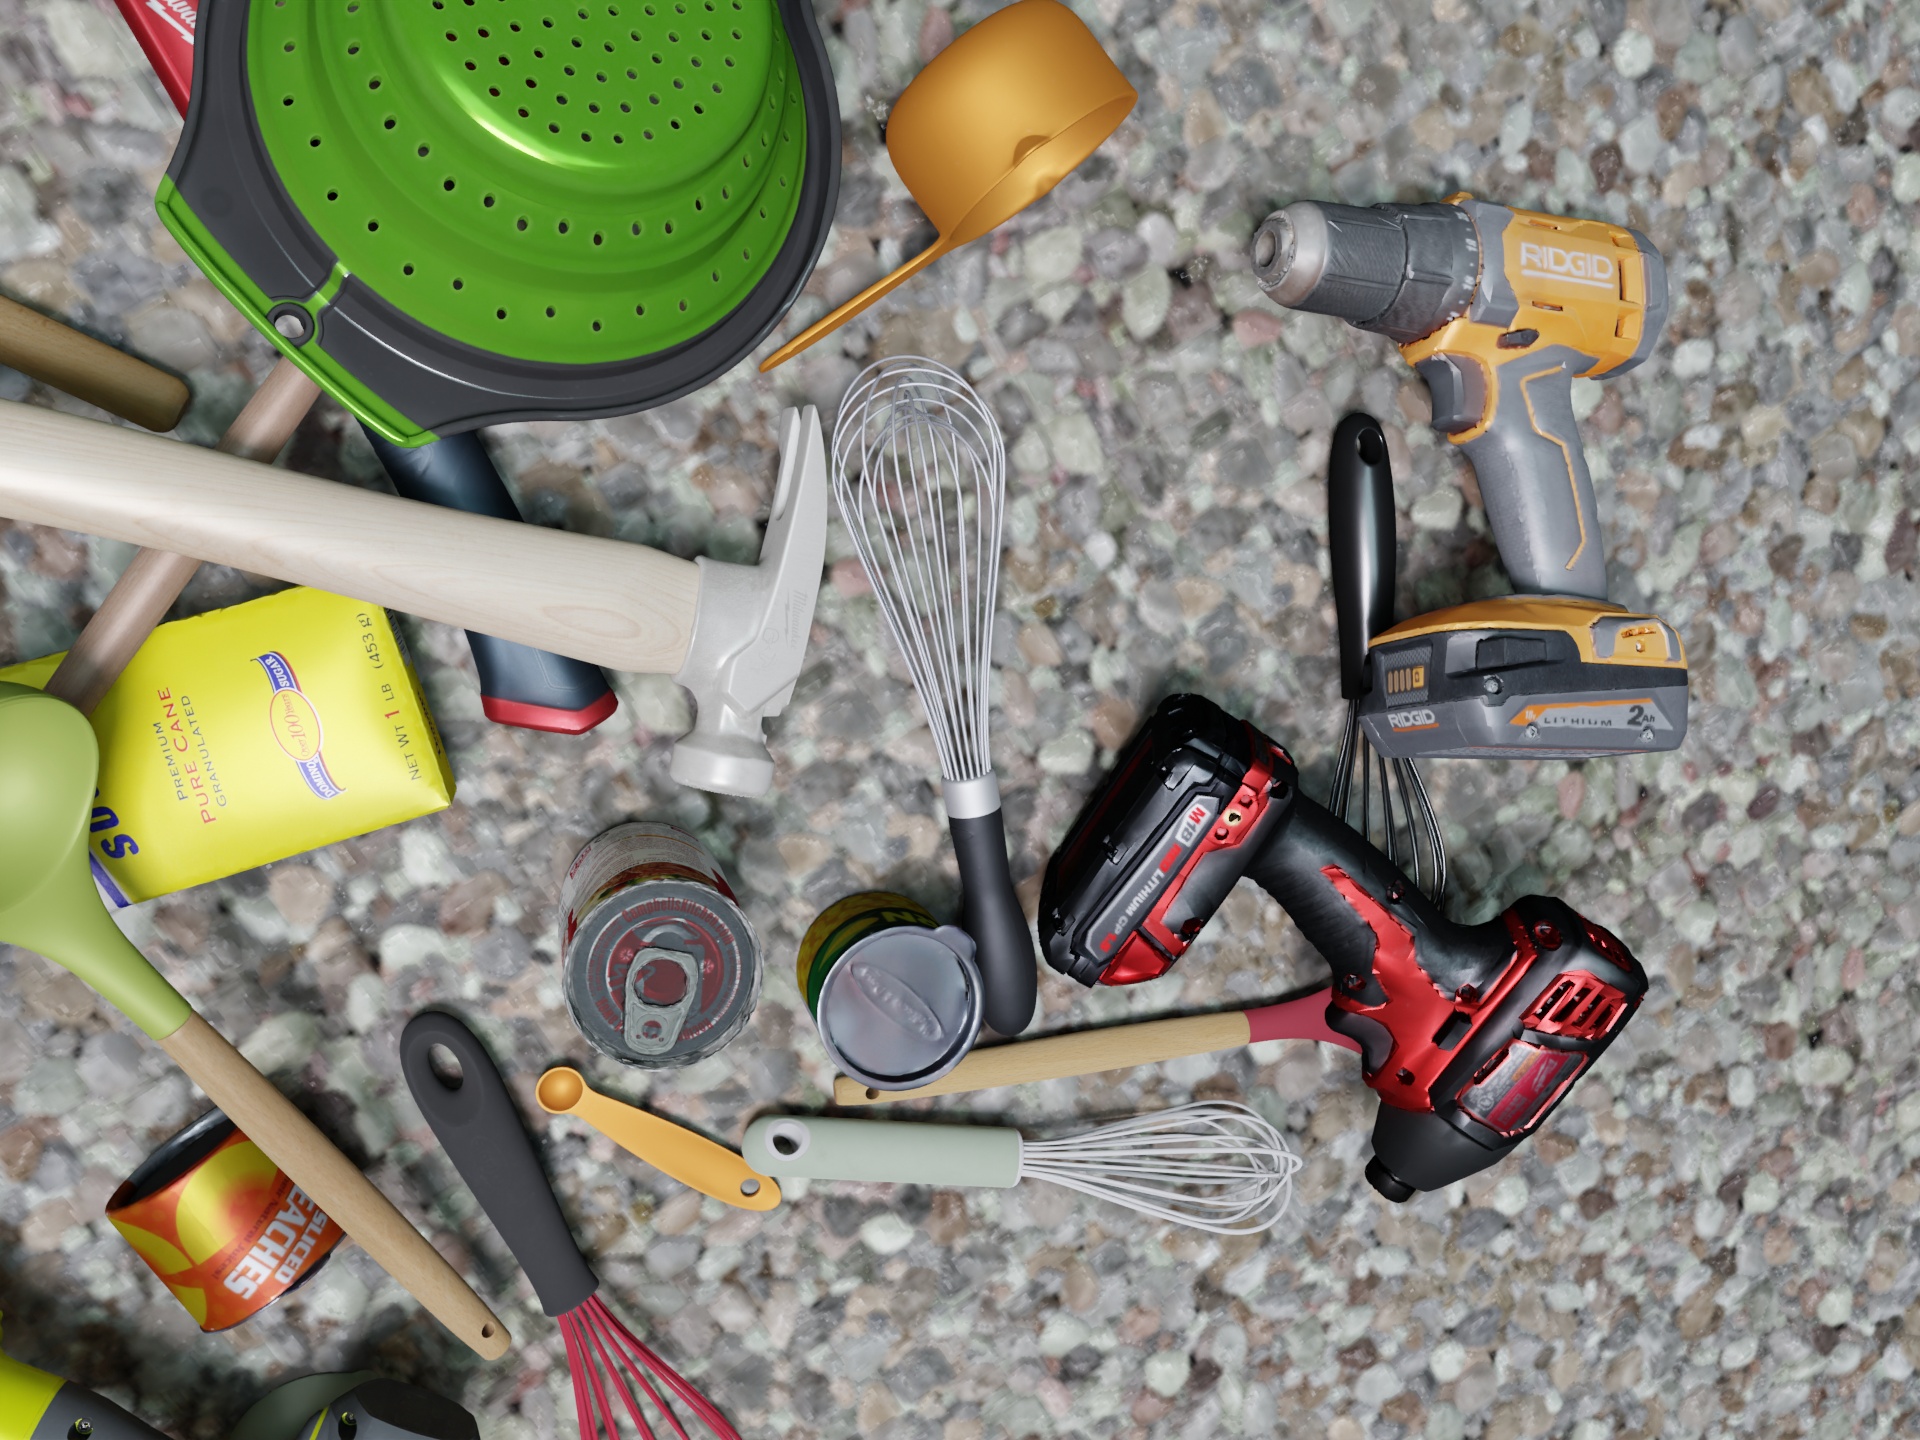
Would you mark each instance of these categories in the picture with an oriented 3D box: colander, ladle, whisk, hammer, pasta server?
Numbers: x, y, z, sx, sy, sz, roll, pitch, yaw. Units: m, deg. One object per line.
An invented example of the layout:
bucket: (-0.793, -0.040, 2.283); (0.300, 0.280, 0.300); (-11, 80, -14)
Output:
colander: (-0.071, -0.260, 0.510); (0.204, 0.094, 0.397); (46, 71, -15)
ladle: (0.100, 0.140, 0.697); (0.315, 0.031, 0.069); (-6, 99, -13)
whisk: (-0.146, 0.246, 0.632); (0.073, 0.073, 0.295); (-27, 98, -10)
whisk: (-0.377, -0.154, 0.513); (0.244, 0.047, 0.051); (25, 90, -21)
ladle: (-0.237, 0.119, 0.526); (0.078, 0.062, 0.319); (-53, 127, -36)
whisk: (0.179, -0.012, 0.685); (0.055, 0.055, 0.239); (-6, 95, -14)
whisk: (-0.002, -0.002, 0.635); (0.070, 0.070, 0.284); (-13, 107, -13)
hammer: (-0.235, -0.076, 0.498); (0.410, 0.038, 0.146); (11, 91, -29)
hammer: (-0.212, -0.173, 0.557); (0.143, 0.038, 0.386); (-30, 105, -11)
whisk: (0.030, 0.186, 0.677); (0.246, 0.059, 0.058); (6, 60, -12)
pasta server: (-0.283, -0.014, 0.516); (0.060, 0.040, 0.316); (36, 84, -32)

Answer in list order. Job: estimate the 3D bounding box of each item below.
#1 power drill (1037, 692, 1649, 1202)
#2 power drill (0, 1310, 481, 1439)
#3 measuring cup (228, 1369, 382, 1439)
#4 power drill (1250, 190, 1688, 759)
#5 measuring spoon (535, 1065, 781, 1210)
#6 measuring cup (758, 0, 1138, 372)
power drill: (0.146, 0.098, 0.641); (0.219, 0.078, 0.143); (31, 108, -5)
power drill: (-0.303, 0.294, 0.547); (0.223, 0.080, 0.171); (24, 80, -11)
measuring cup: (-0.211, 0.319, 0.631); (0.167, 0.038, 0.083); (28, 90, -15)
power drill: (0.202, -0.100, 0.636); (0.185, 0.084, 0.226); (2, 84, -24)
measuring spoon: (-0.122, 0.171, 0.650); (0.116, 0.011, 0.021); (34, 89, -21)
measuring cup: (-0.019, -0.199, 0.594); (0.173, 0.095, 0.052); (-33, 95, 12)
